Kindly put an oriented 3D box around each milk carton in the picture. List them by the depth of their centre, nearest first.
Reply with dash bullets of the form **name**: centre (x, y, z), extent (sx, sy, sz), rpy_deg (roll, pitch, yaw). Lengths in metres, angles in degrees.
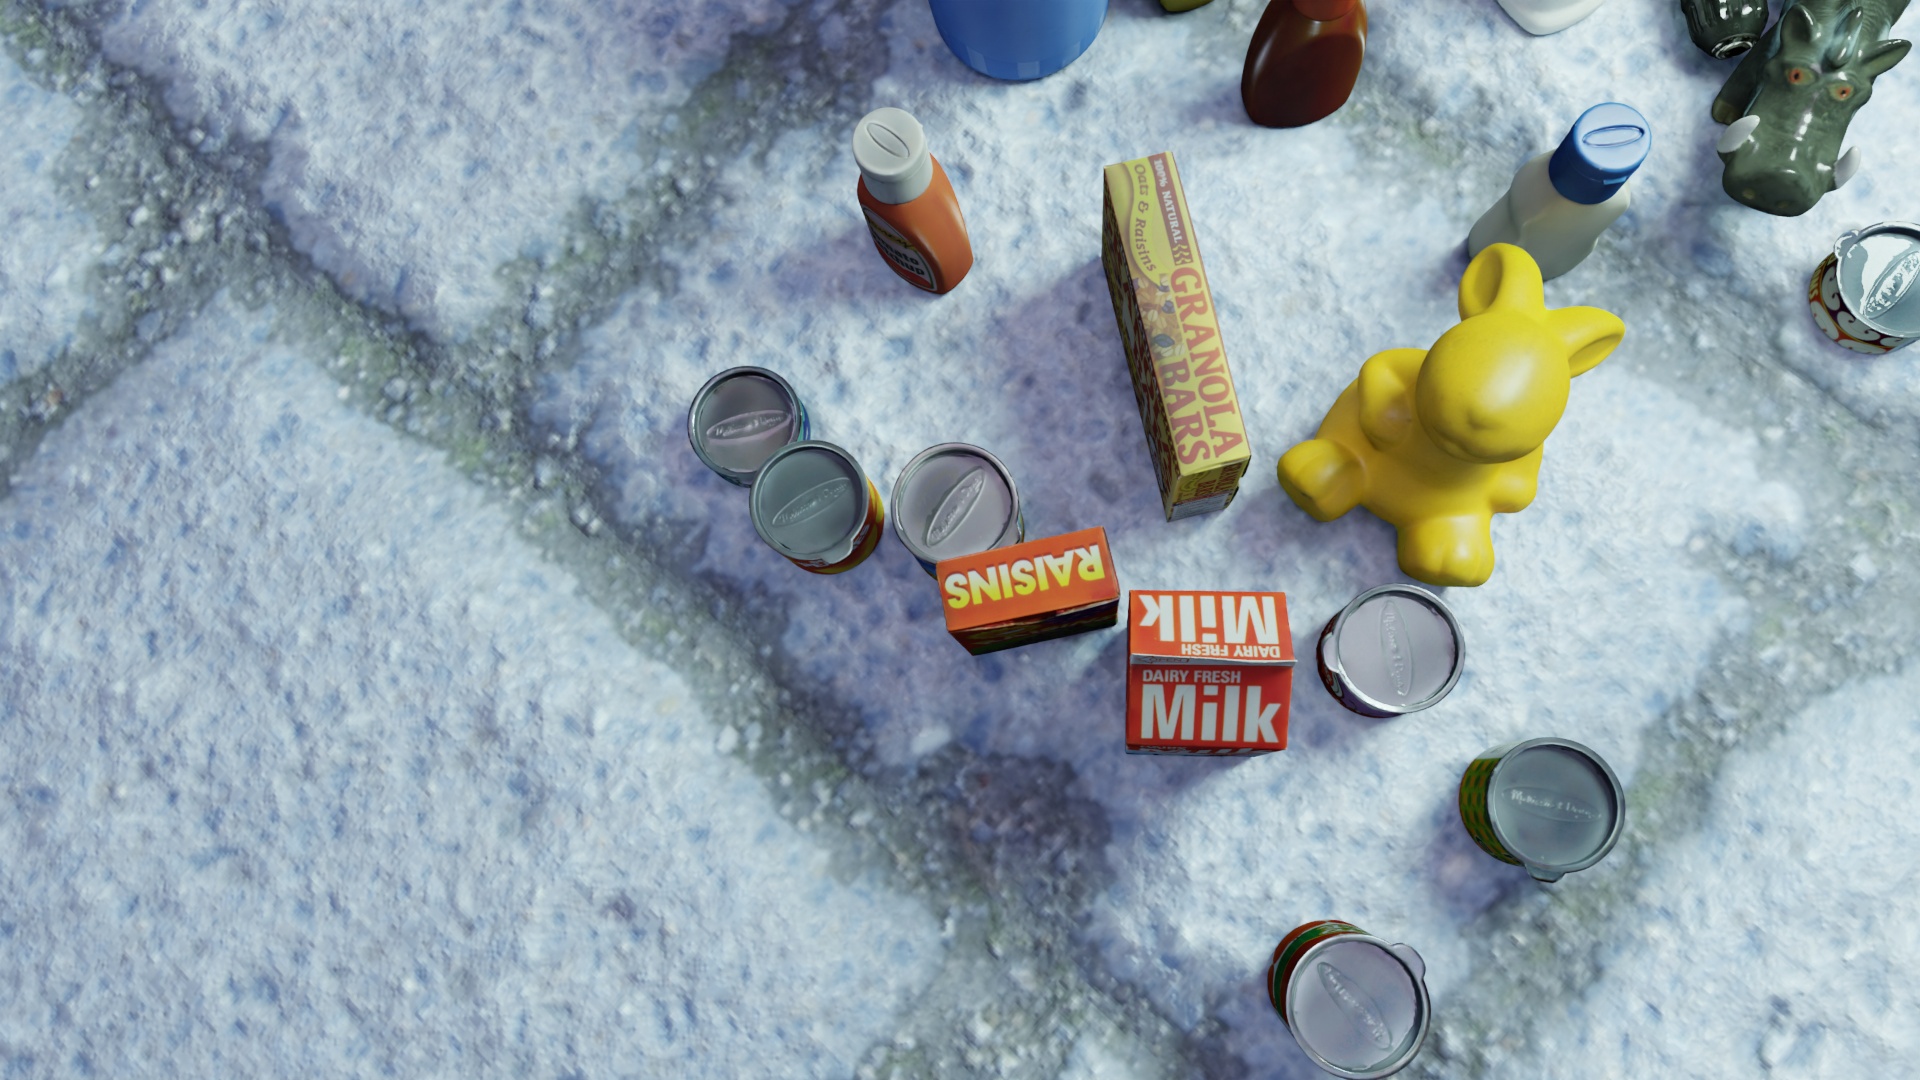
- **milk carton**: centre (0.115, 0.066, 0.671), extent (0.072, 0.190, 0.073), rpy_deg (1, 80, 6)

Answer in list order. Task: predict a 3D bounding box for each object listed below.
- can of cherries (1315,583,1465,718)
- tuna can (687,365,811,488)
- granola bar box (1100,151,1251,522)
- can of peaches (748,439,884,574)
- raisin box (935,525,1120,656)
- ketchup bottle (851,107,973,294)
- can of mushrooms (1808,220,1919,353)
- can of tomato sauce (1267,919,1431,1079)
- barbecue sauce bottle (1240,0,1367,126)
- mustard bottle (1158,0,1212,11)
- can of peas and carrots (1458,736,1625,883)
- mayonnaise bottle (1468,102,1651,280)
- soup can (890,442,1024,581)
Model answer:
- **can of cherries**: centre (0.222, 0.059, 0.730), extent (0.071, 0.058, 0.071), rpy_deg (-1, 79, 5)
- **tuna can**: centre (-0.120, -0.062, 0.798), extent (0.071, 0.033, 0.071), rpy_deg (-1, 79, 5)
- **granola bar box**: centre (0.112, -0.103, 0.738), extent (0.039, 0.124, 0.166), rpy_deg (-13, 79, 3)
- **can of peaches**: centre (-0.078, -0.015, 0.772), extent (0.071, 0.058, 0.071), rpy_deg (-1, 79, 5)
- **raisin box**: centre (0.037, 0.029, 0.720), extent (0.086, 0.123, 0.040), rpy_deg (-12, 79, 3)
- **ketchup bottle**: centre (-0.028, -0.185, 0.754), extent (0.065, 0.148, 0.043), rpy_deg (39, 86, 11)
- **can of mushrooms**: centre (0.500, -0.138, 0.754), extent (0.071, 0.033, 0.071), rpy_deg (-1, 79, 5)
- **can of tomato sauce**: centre (0.191, 0.223, 0.689), extent (0.071, 0.083, 0.071), rpy_deg (-1, 80, 5)
- **barbecue sauce bottle**: centre (0.191, -0.277, 0.751), extent (0.065, 0.148, 0.044), rpy_deg (-11, 79, 3)
- **mustard bottle**: centre (0.128, -0.358, 0.766), extent (0.049, 0.160, 0.065), rpy_deg (-15, 79, 3)
- **can of peas and carrots**: centre (0.294, 0.137, 0.708), extent (0.071, 0.058, 0.071), rpy_deg (-1, 79, 5)
- **mayonnaise bottle**: centre (0.312, -0.176, 0.721), extent (0.065, 0.148, 0.041), rpy_deg (-8, 79, 4)
- **soup can**: centre (0.003, -0.009, 0.751), extent (0.071, 0.083, 0.071), rpy_deg (-1, 80, 5)
